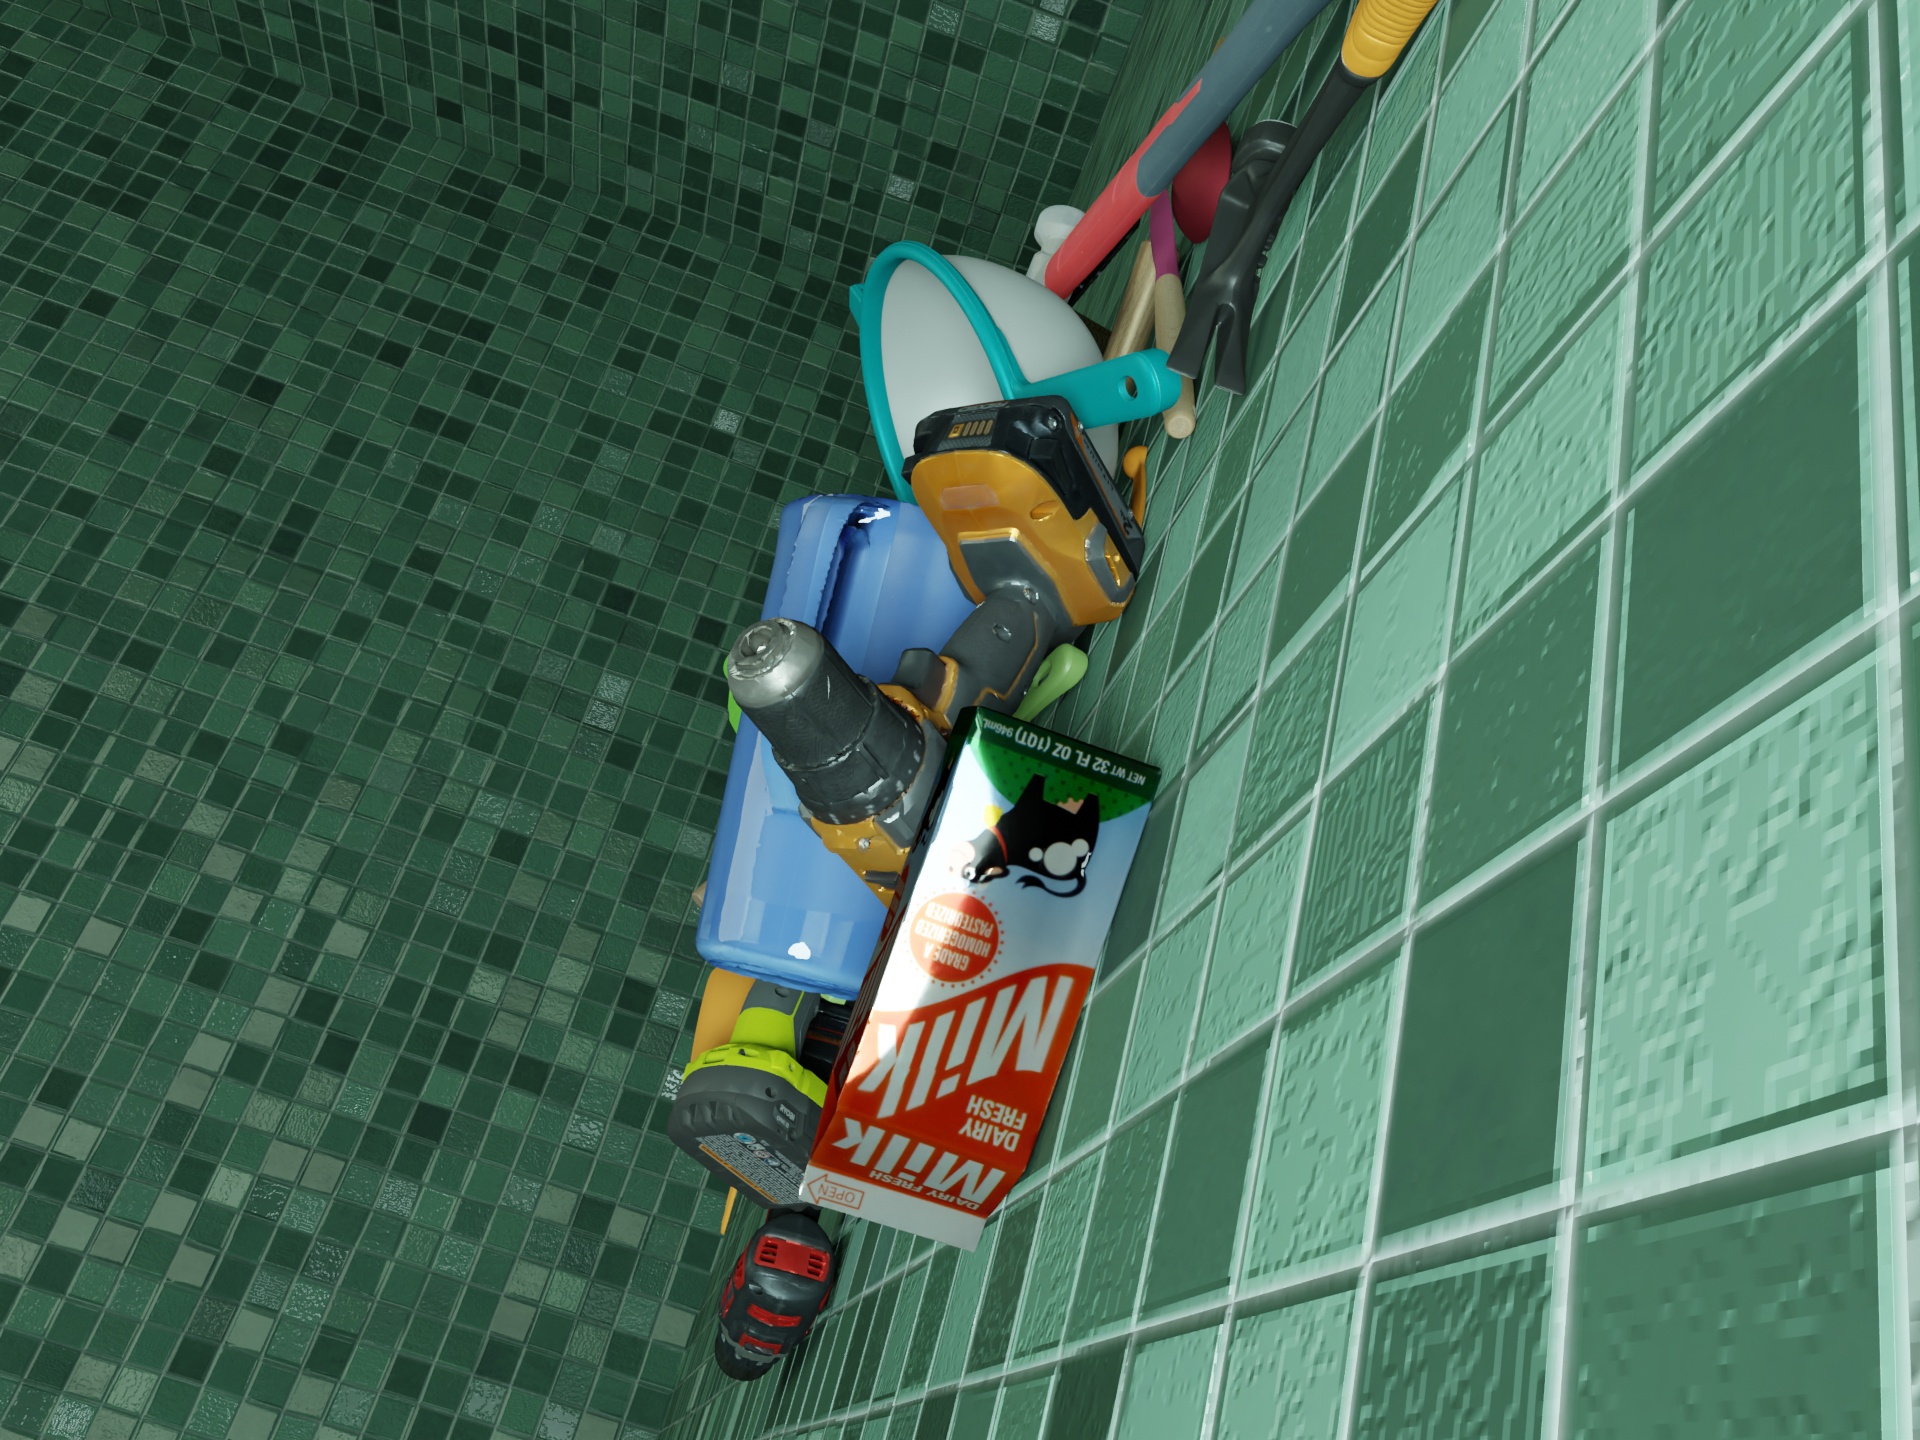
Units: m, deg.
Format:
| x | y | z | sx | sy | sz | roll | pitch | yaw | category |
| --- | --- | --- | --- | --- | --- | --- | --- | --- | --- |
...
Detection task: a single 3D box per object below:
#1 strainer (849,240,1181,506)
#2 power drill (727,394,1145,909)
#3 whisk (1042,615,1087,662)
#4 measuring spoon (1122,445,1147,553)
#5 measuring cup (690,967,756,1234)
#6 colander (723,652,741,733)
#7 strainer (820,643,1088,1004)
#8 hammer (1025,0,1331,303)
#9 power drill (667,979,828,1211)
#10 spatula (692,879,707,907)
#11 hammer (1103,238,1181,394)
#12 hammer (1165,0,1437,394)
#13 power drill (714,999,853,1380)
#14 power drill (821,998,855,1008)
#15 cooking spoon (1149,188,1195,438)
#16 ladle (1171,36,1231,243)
| x | y | z | sx | sy | sz | roll | pitch | yaw | category |
| --- | --- | --- | --- | --- | --- | --- | --- | --- | --- |
| 0.052 | -0.171 | 0.848 | 0.340 | 0.095 | 0.211 | 10 | 119 | 67 | strainer |
| -0.008 | -0.039 | 0.682 | 0.185 | 0.084 | 0.226 | 52 | -131 | -42 | power drill |
| -0.002 | -0.003 | 0.959 | 0.295 | 0.073 | 0.073 | -45 | 23 | 49 | whisk |
| 0.089 | -0.116 | 0.835 | 0.117 | 0.011 | 0.021 | -77 | 8 | -55 | measuring spoon |
| -0.156 | 0.243 | 1.043 | 0.095 | 0.052 | 0.174 | 115 | 168 | -72 | measuring cup |
| -0.091 | -0.026 | 1.139 | 0.204 | 0.094 | 0.397 | -35 | -2 | -3 | colander |
| 0.007 | 0.048 | 0.890 | 0.256 | 0.069 | 0.152 | -46 | 33 | 37 | strainer |
| 0.104 | -0.291 | 0.858 | 0.386 | 0.038 | 0.143 | 151 | 136 | -70 | hammer |
| -0.089 | 0.180 | 0.992 | 0.080 | 0.171 | 0.223 | -14 | 44 | 30 | power drill |
| -0.062 | 0.031 | 1.098 | 0.316 | 0.018 | 0.059 | -39 | -15 | -30 | spatula |
| 0.074 | -0.151 | 1.041 | 0.130 | 0.031 | 0.331 | -120 | 49 | -84 | hammer |
| 0.146 | -0.241 | 0.526 | 0.336 | 0.034 | 0.127 | 121 | 168 | -69 | hammer |
| -0.114 | 0.323 | 1.079 | 0.187 | 0.080 | 0.227 | 113 | 171 | -47 | power drill |
| -0.062 | 0.125 | 1.207 | 0.220 | 0.078 | 0.143 | -77 | 8 | -61 | power drill |
| 0.114 | -0.229 | 0.870 | 0.319 | 0.017 | 0.068 | -83 | -17 | -55 | cooking spoon |
| 0.163 | -0.391 | 1.027 | 0.316 | 0.031 | 0.069 | -74 | 2 | -50 | ladle |
